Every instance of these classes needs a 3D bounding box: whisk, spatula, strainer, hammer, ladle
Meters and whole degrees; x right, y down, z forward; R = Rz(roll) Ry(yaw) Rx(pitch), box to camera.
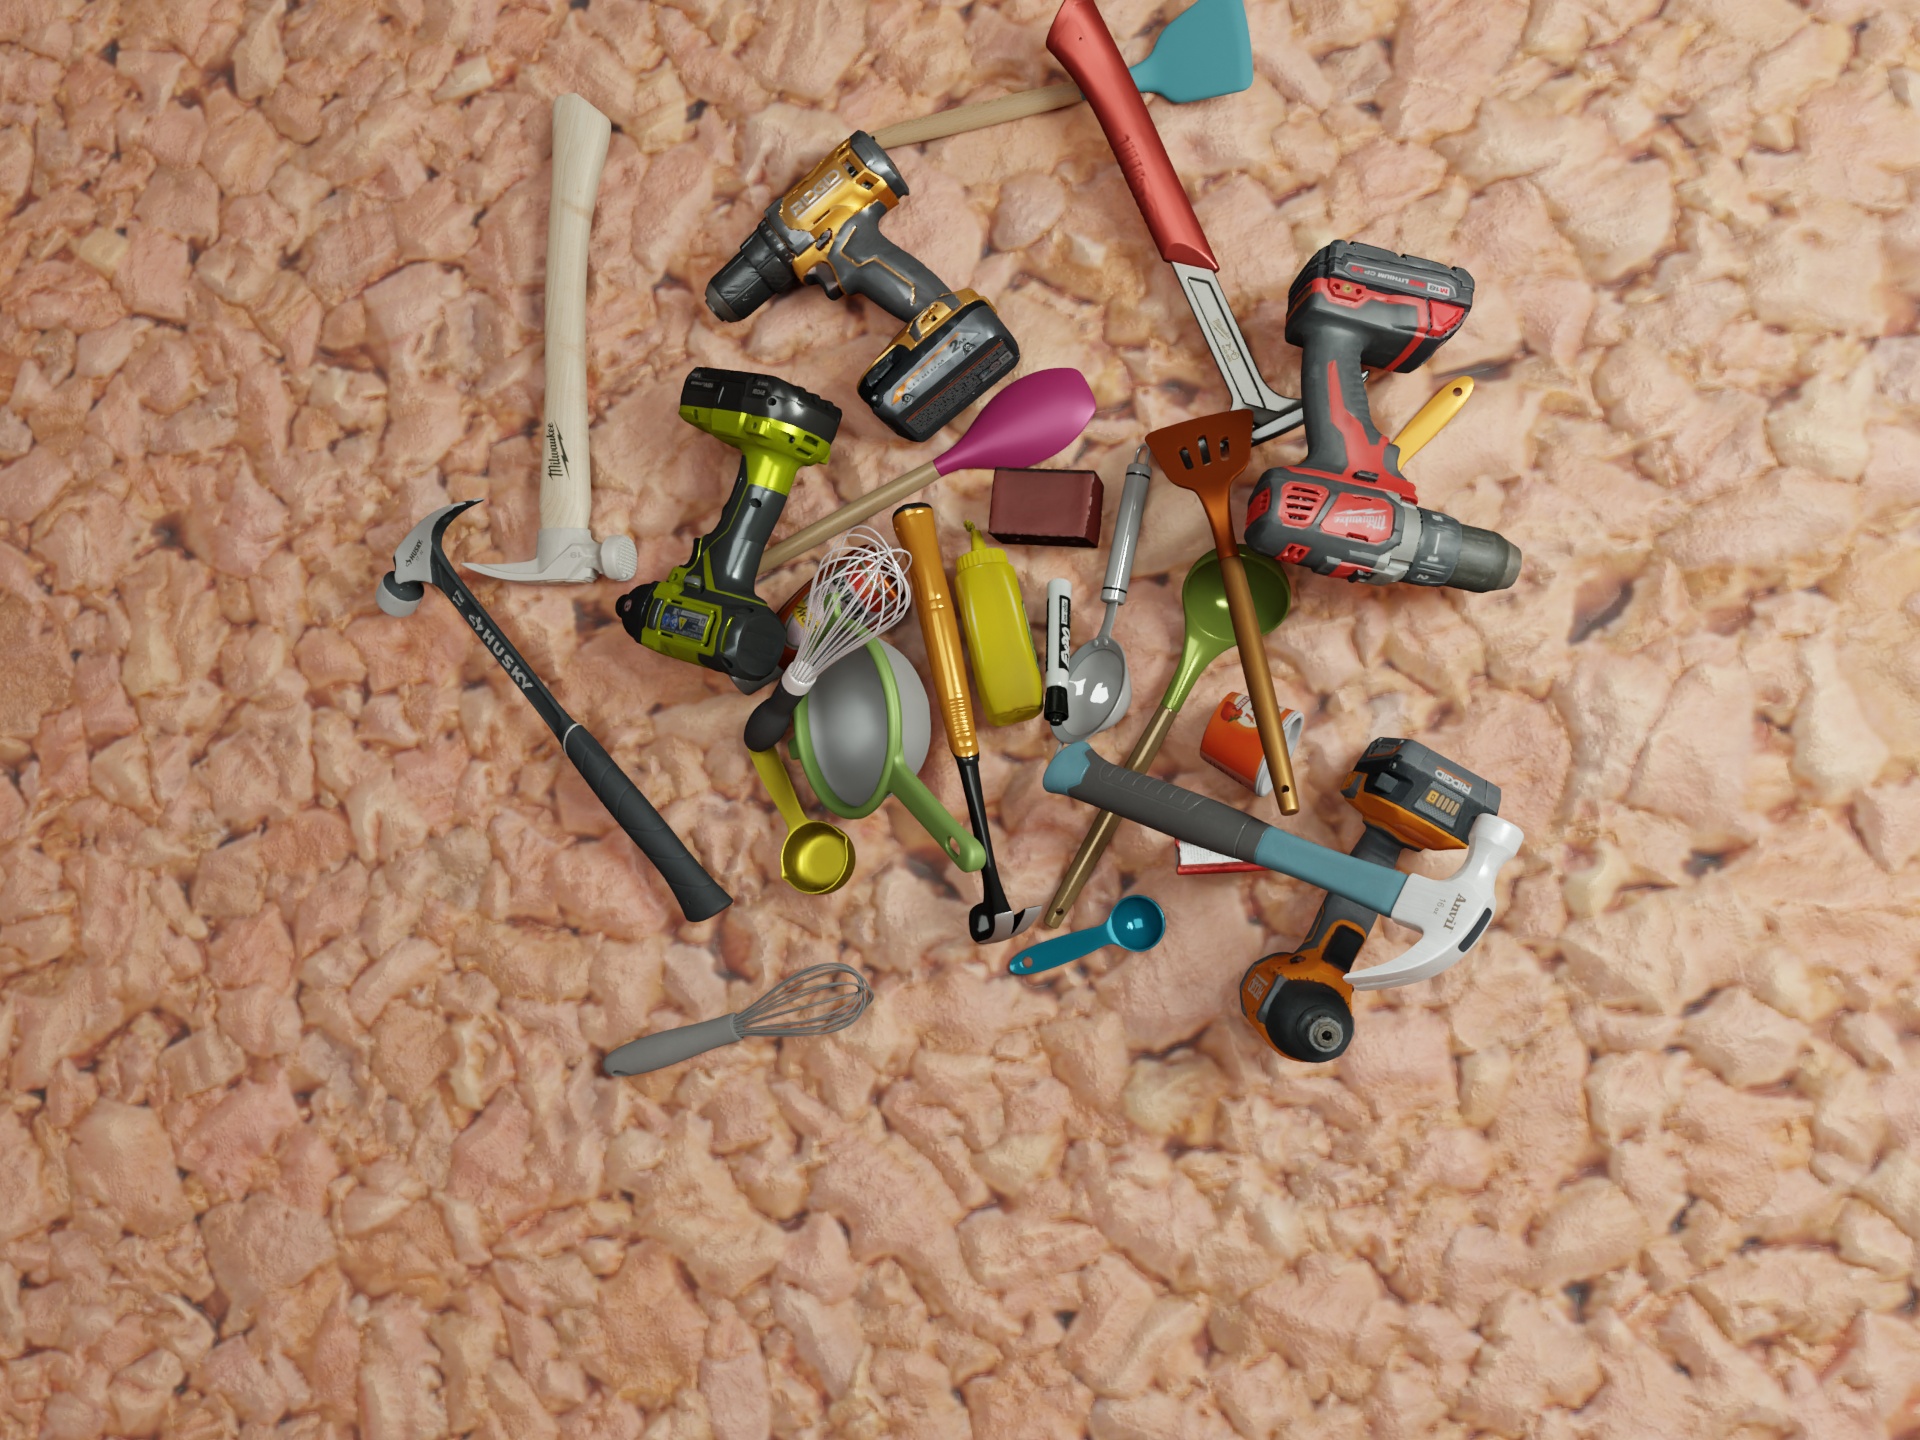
[{"bbox_3d":[-0.177,0.239,1.239,0.239,0.055,0.055,-20,81,16],"label":"whisk"},{"bbox_3d":[0.066,-0.488,1.233,0.317,0.044,0.082,-9,93,15],"label":"spatula"},{"bbox_3d":[-0.036,0.025,1.164,0.257,0.069,0.151,46,130,41],"label":"strainer"},{"bbox_3d":[0.165,-0.376,1.182,0.149,0.036,0.359,-24,88,12],"label":"hammer"},{"bbox_3d":[0.143,0.016,1.171,0.078,0.062,0.320,28,96,-5],"label":"ladle"},{"bbox_3d":[0.191,0.077,1.050,0.331,0.033,0.128,21,80,39],"label":"hammer"},{"bbox_3d":[-0.319,-0.002,1.278,0.409,0.036,0.149,49,127,8],"label":"hammer"},{"bbox_3d":[-0.106,-0.048,1.150,0.070,0.070,0.284,57,143,11],"label":"whisk"},{"bbox_3d":[0.116,-0.085,1.192,0.087,0.050,0.258,2,78,58],"label":"strainer"},{"bbox_3d":[-0.002,-0.004,1.180,0.034,0.127,0.337,-10,79,-11],"label":"hammer"},{"bbox_3d":[-0.338,-0.317,1.327,0.146,0.038,0.411,-1,85,15],"label":"hammer"},{"bbox_3d":[0.191,-0.084,1.088,0.081,0.041,0.323,-13,66,10],"label":"spatula"}]

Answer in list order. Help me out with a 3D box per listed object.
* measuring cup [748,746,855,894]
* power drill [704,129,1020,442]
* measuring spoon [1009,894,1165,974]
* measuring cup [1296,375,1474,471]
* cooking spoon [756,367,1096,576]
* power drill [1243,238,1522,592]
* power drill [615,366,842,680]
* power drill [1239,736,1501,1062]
[{"bbox_3d":[-0.131,0.068,1.255,0.062,0.029,0.157,-33,67,11],"label":"measuring cup"},{"bbox_3d":[-0.083,-0.324,1.242,0.185,0.084,0.226,-38,74,9],"label":"power drill"},{"bbox_3d":[0.096,0.165,1.193,0.128,0.021,0.042,-23,81,21],"label":"measuring spoon"},{"bbox_3d":[0.305,-0.187,1.144,0.095,0.052,0.173,46,99,13],"label":"measuring cup"},{"bbox_3d":[-0.041,-0.186,1.250,0.319,0.017,0.069,-27,79,10],"label":"cooking spoon"},{"bbox_3d":[0.298,-0.198,1.089,0.188,0.080,0.227,12,74,-7],"label":"power drill"},{"bbox_3d":[-0.188,-0.154,1.239,0.171,0.080,0.223,17,89,40],"label":"power drill"},{"bbox_3d":[0.271,0.127,1.073,0.084,0.164,0.226,29,91,1],"label":"power drill"}]
